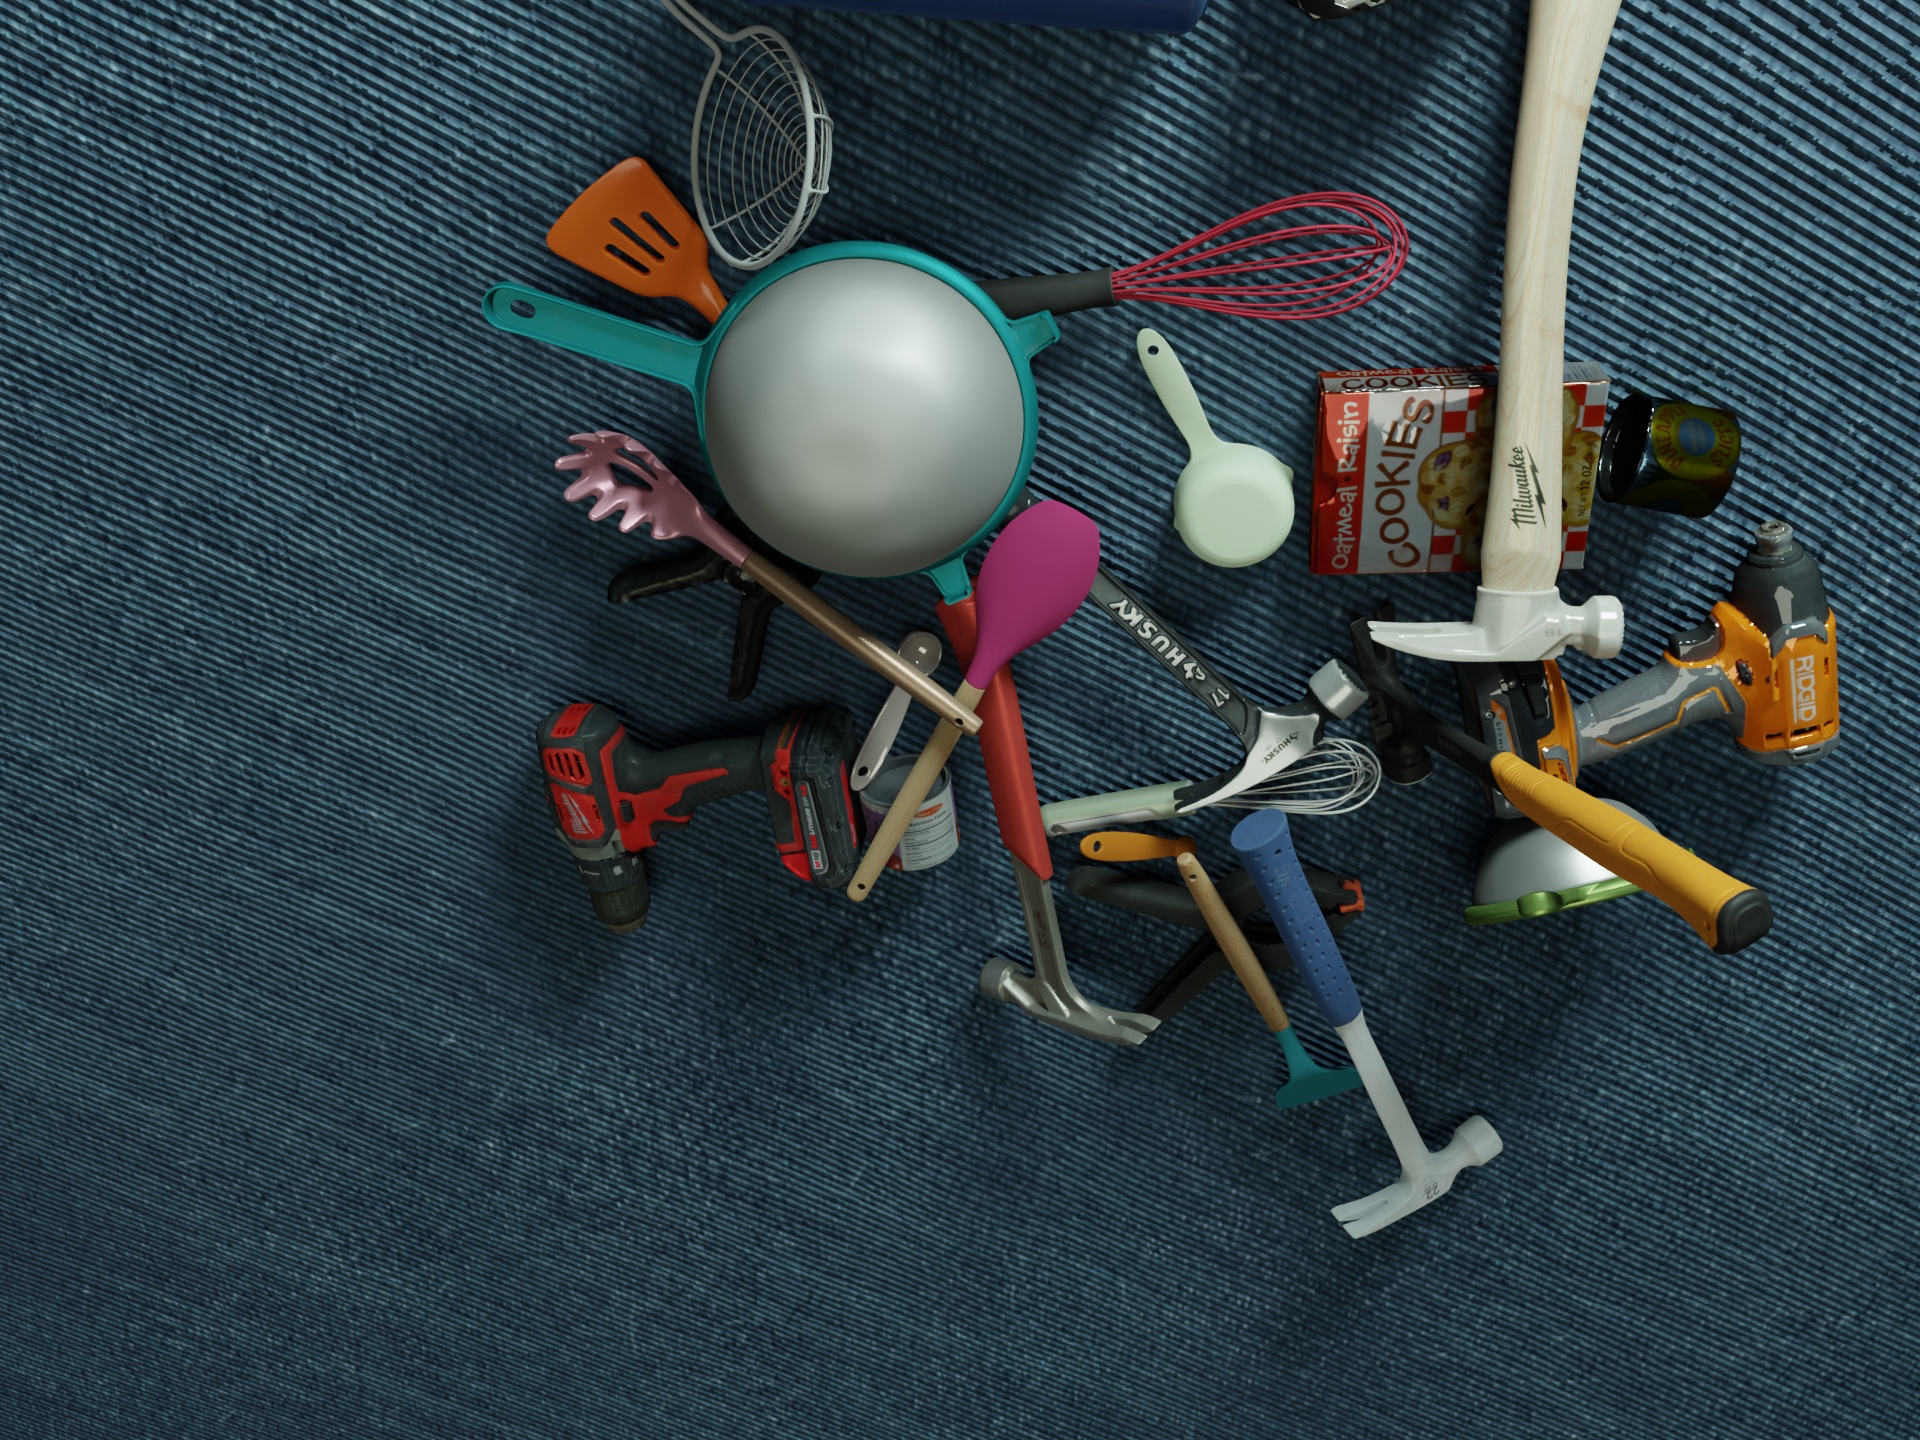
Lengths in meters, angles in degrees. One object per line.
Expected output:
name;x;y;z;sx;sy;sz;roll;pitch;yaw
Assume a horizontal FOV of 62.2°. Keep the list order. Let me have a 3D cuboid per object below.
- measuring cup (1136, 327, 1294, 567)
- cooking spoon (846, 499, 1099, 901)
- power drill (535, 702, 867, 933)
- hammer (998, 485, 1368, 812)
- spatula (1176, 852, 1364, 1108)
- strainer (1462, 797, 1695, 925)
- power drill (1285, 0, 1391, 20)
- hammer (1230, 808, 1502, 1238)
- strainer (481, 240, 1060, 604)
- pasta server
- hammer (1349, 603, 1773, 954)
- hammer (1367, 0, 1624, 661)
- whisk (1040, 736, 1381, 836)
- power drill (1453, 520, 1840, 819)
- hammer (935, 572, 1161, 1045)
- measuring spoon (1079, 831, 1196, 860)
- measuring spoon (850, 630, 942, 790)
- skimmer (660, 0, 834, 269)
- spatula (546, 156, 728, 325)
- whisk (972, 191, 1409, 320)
measuring cup;0.151;-0.167;0.988;0.083;0.038;0.167;-24;118;19
cooking spoon;-0.002;-0.003;1.049;0.068;0.017;0.318;27;114;-6
power drill;-0.185;0.075;1.153;0.227;0.080;0.187;-1;121;10
hammer;0.070;-0.099;1.027;0.408;0.036;0.149;40;112;-13
spatula;0.225;0.202;1.183;0.082;0.044;0.317;-22;123;17
strainer;0.385;0.088;1.035;0.151;0.256;0.069;-18;80;26
power drill;0.210;-0.477;0.772;0.171;0.080;0.223;-14;116;14
hammer;0.283;0.228;1.171;0.144;0.035;0.405;-34;120;-6
strainer;-0.121;-0.184;0.928;0.340;0.095;0.211;17;118;-6
pasta server;-0.118;-0.084;1.019;0.316;0.040;0.060;36;123;-2
hammer;0.337;0.037;0.933;0.034;0.337;0.127;-25;117;-9
hammer;0.314;-0.229;0.898;0.146;0.038;0.410;0;112;8
whisk;0.171;0.054;1.120;0.246;0.059;0.057;-11;146;17
power drill;0.441;-0.032;1.020;0.226;0.084;0.164;-14;118;9
hammer;0.048;0.068;1.119;0.149;0.037;0.358;11;124;39
measuring spoon;0.128;0.090;1.126;0.116;0.011;0.021;5;90;-40
measuring spoon;-0.050;-0.008;1.101;0.034;0.018;0.124;17;106;-35
skimmer;-0.203;-0.407;0.847;0.363;0.090;0.127;45;145;-17
spatula;-0.114;-0.205;0.992;0.081;0.041;0.322;-34;114;22
whisk;0.109;-0.256;0.931;0.296;0.073;0.073;-4;121;16
